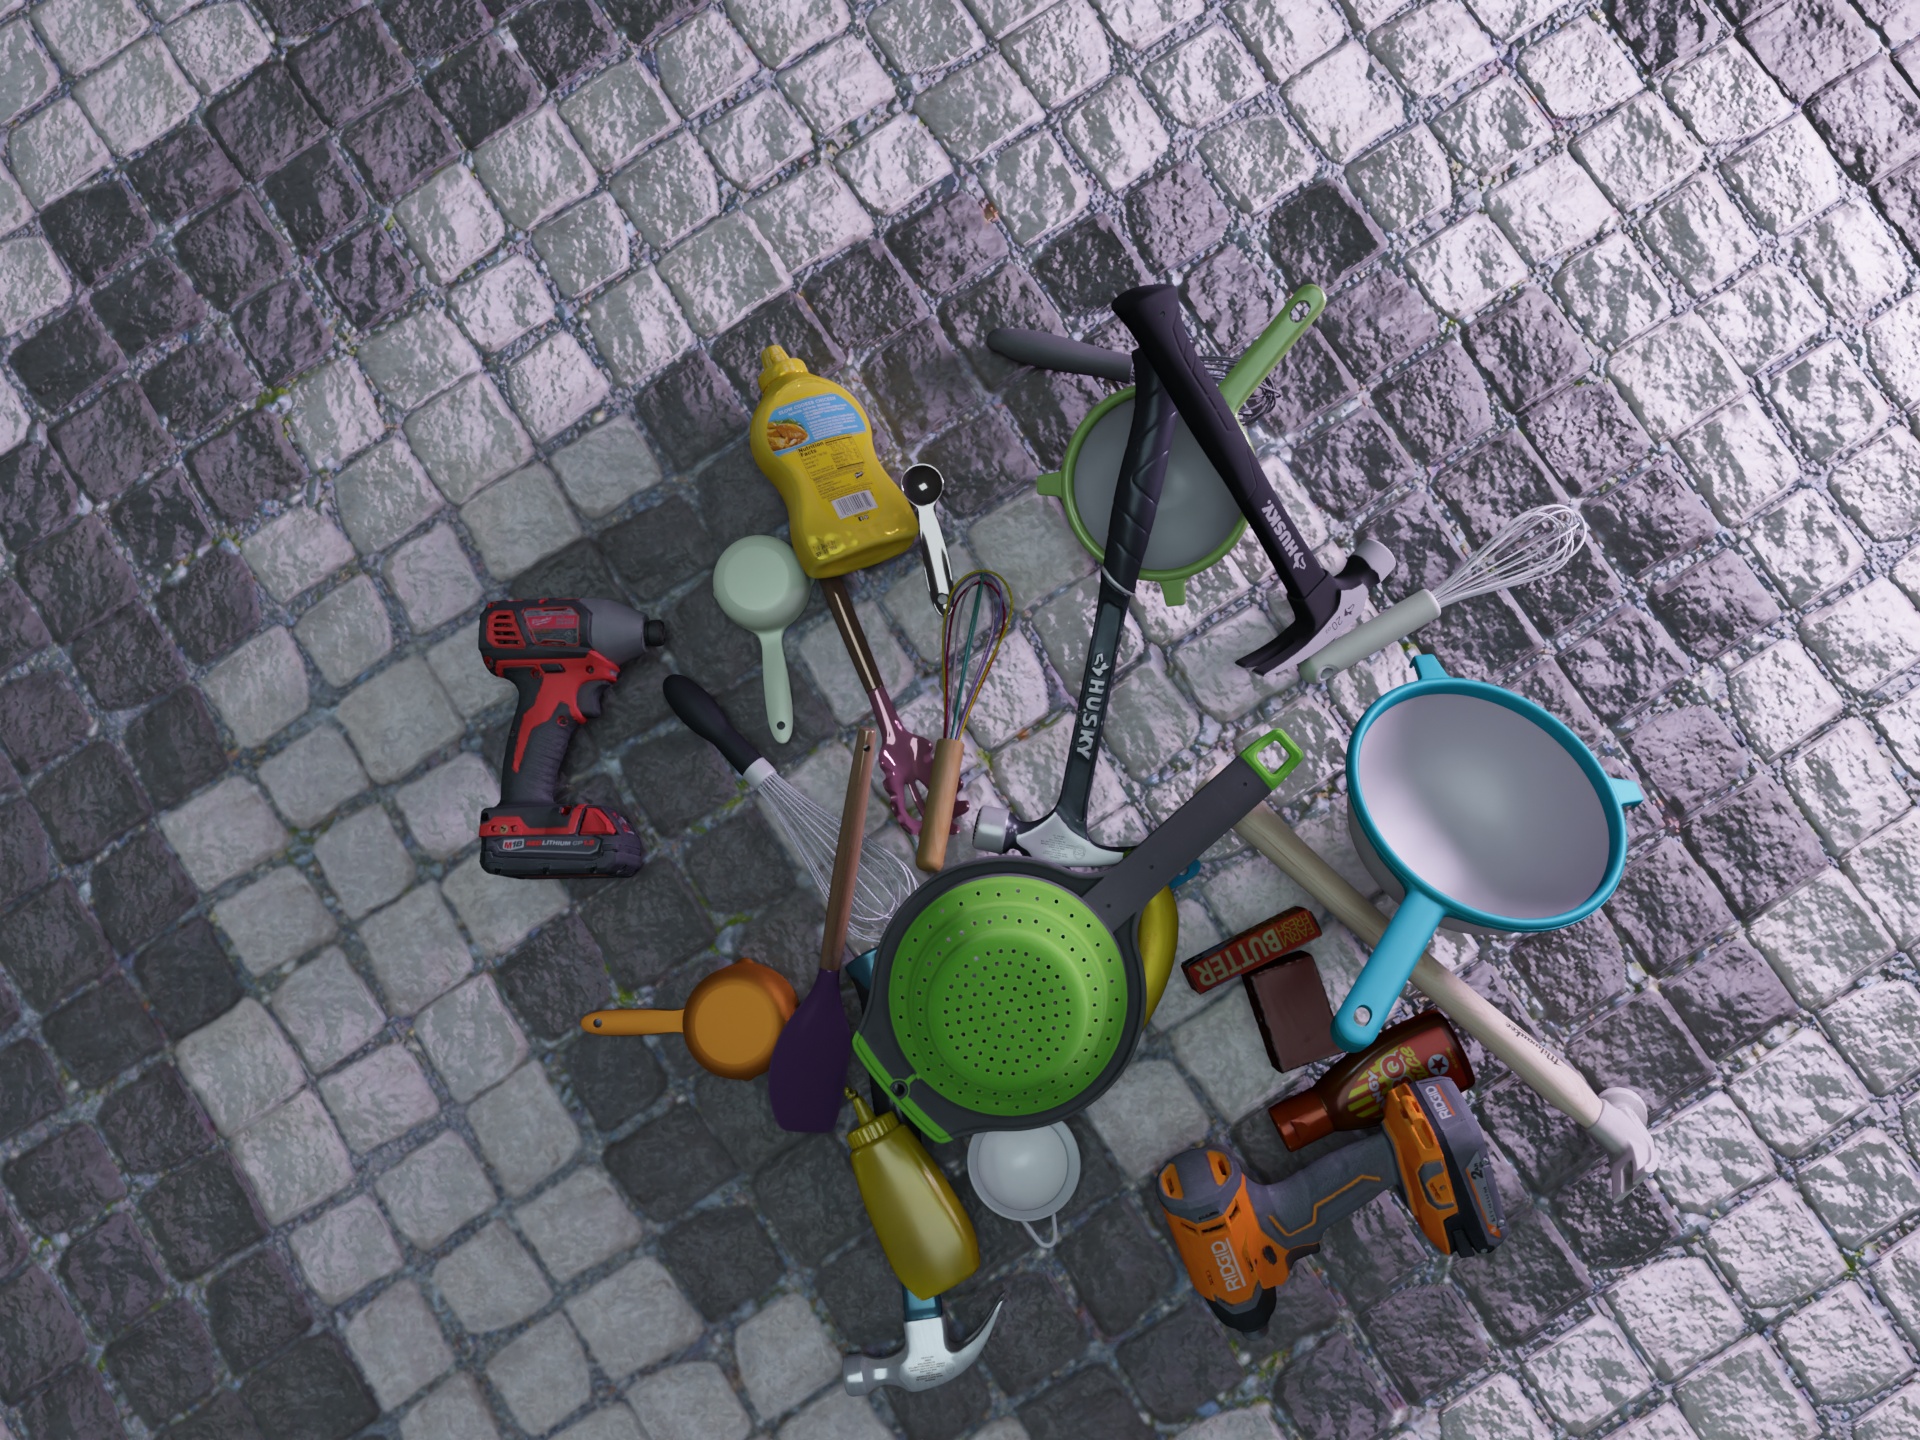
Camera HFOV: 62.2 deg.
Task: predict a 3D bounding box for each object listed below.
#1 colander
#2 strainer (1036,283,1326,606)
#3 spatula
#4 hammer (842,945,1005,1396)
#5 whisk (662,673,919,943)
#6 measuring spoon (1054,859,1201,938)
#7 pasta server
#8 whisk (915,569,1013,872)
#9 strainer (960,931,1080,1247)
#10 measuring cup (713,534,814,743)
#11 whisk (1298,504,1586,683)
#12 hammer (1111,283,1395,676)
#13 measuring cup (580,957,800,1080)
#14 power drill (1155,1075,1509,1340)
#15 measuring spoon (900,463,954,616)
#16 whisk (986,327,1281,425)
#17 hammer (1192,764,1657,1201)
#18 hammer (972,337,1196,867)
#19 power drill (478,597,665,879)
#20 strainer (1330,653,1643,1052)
[{"bbox_3d":[0.094,0.147,1.136,0.397,0.094,0.204,-42,88,1],"label":"colander"},{"bbox_3d":[0.190,-0.223,1.217,0.151,0.069,0.256,42,106,7],"label":"strainer"},{"bbox_3d":[-0.095,0.159,1.181,0.059,0.018,0.316,8,99,-14],"label":"spatula"},{"bbox_3d":[-0.045,0.336,1.210,0.128,0.033,0.331,-9,83,3],"label":"hammer"},{"bbox_3d":[-0.133,0.064,1.236,0.070,0.070,0.285,-44,78,-2],"label":"whisk"},{"bbox_3d":[0.126,0.133,1.233,0.128,0.021,0.042,-20,94,-8],"label":"measuring spoon"},{"bbox_3d":[-0.075,-0.050,1.250,0.060,0.040,0.316,-20,81,-17],"label":"pasta server"},{"bbox_3d":[0.000,-0.004,1.217,0.047,0.051,0.245,15,73,-15],"label":"whisk"},{"bbox_3d":[0.029,0.269,1.210,0.087,0.050,0.258,-11,77,-16],"label":"strainer"},{"bbox_3d":[-0.152,-0.066,1.254,0.083,0.038,0.168,-9,81,2],"label":"measuring cup"},{"bbox_3d":[0.371,-0.096,1.231,0.246,0.057,0.059,-30,49,3],"label":"whisk"},{"bbox_3d":[0.198,-0.175,1.143,0.146,0.035,0.334,-46,125,-9],"label":"hammer"},{"bbox_3d":[-0.211,0.232,1.219,0.173,0.052,0.095,-2,84,1],"label":"measuring cup"},{"bbox_3d":[0.270,0.362,1.153,0.226,0.084,0.164,-20,114,4],"label":"power drill"},{"bbox_3d":[-0.023,-0.143,1.271,0.034,0.018,0.124,-10,90,-4],"label":"measuring spoon"},{"bbox_3d":[0.136,-0.279,1.262,0.239,0.055,0.055,15,85,9],"label":"whisk"},{"bbox_3d":[0.333,0.180,1.163,0.411,0.146,0.038,41,109,11],"label":"hammer"},{"bbox_3d":[0.119,-0.084,1.197,0.149,0.036,0.409,12,99,3],"label":"hammer"},{"bbox_3d":[-0.302,0.012,1.239,0.143,0.078,0.220,-1,81,3],"label":"power drill"},{"bbox_3d":[0.333,0.119,1.135,0.211,0.095,0.340,34,57,11],"label":"strainer"}]
